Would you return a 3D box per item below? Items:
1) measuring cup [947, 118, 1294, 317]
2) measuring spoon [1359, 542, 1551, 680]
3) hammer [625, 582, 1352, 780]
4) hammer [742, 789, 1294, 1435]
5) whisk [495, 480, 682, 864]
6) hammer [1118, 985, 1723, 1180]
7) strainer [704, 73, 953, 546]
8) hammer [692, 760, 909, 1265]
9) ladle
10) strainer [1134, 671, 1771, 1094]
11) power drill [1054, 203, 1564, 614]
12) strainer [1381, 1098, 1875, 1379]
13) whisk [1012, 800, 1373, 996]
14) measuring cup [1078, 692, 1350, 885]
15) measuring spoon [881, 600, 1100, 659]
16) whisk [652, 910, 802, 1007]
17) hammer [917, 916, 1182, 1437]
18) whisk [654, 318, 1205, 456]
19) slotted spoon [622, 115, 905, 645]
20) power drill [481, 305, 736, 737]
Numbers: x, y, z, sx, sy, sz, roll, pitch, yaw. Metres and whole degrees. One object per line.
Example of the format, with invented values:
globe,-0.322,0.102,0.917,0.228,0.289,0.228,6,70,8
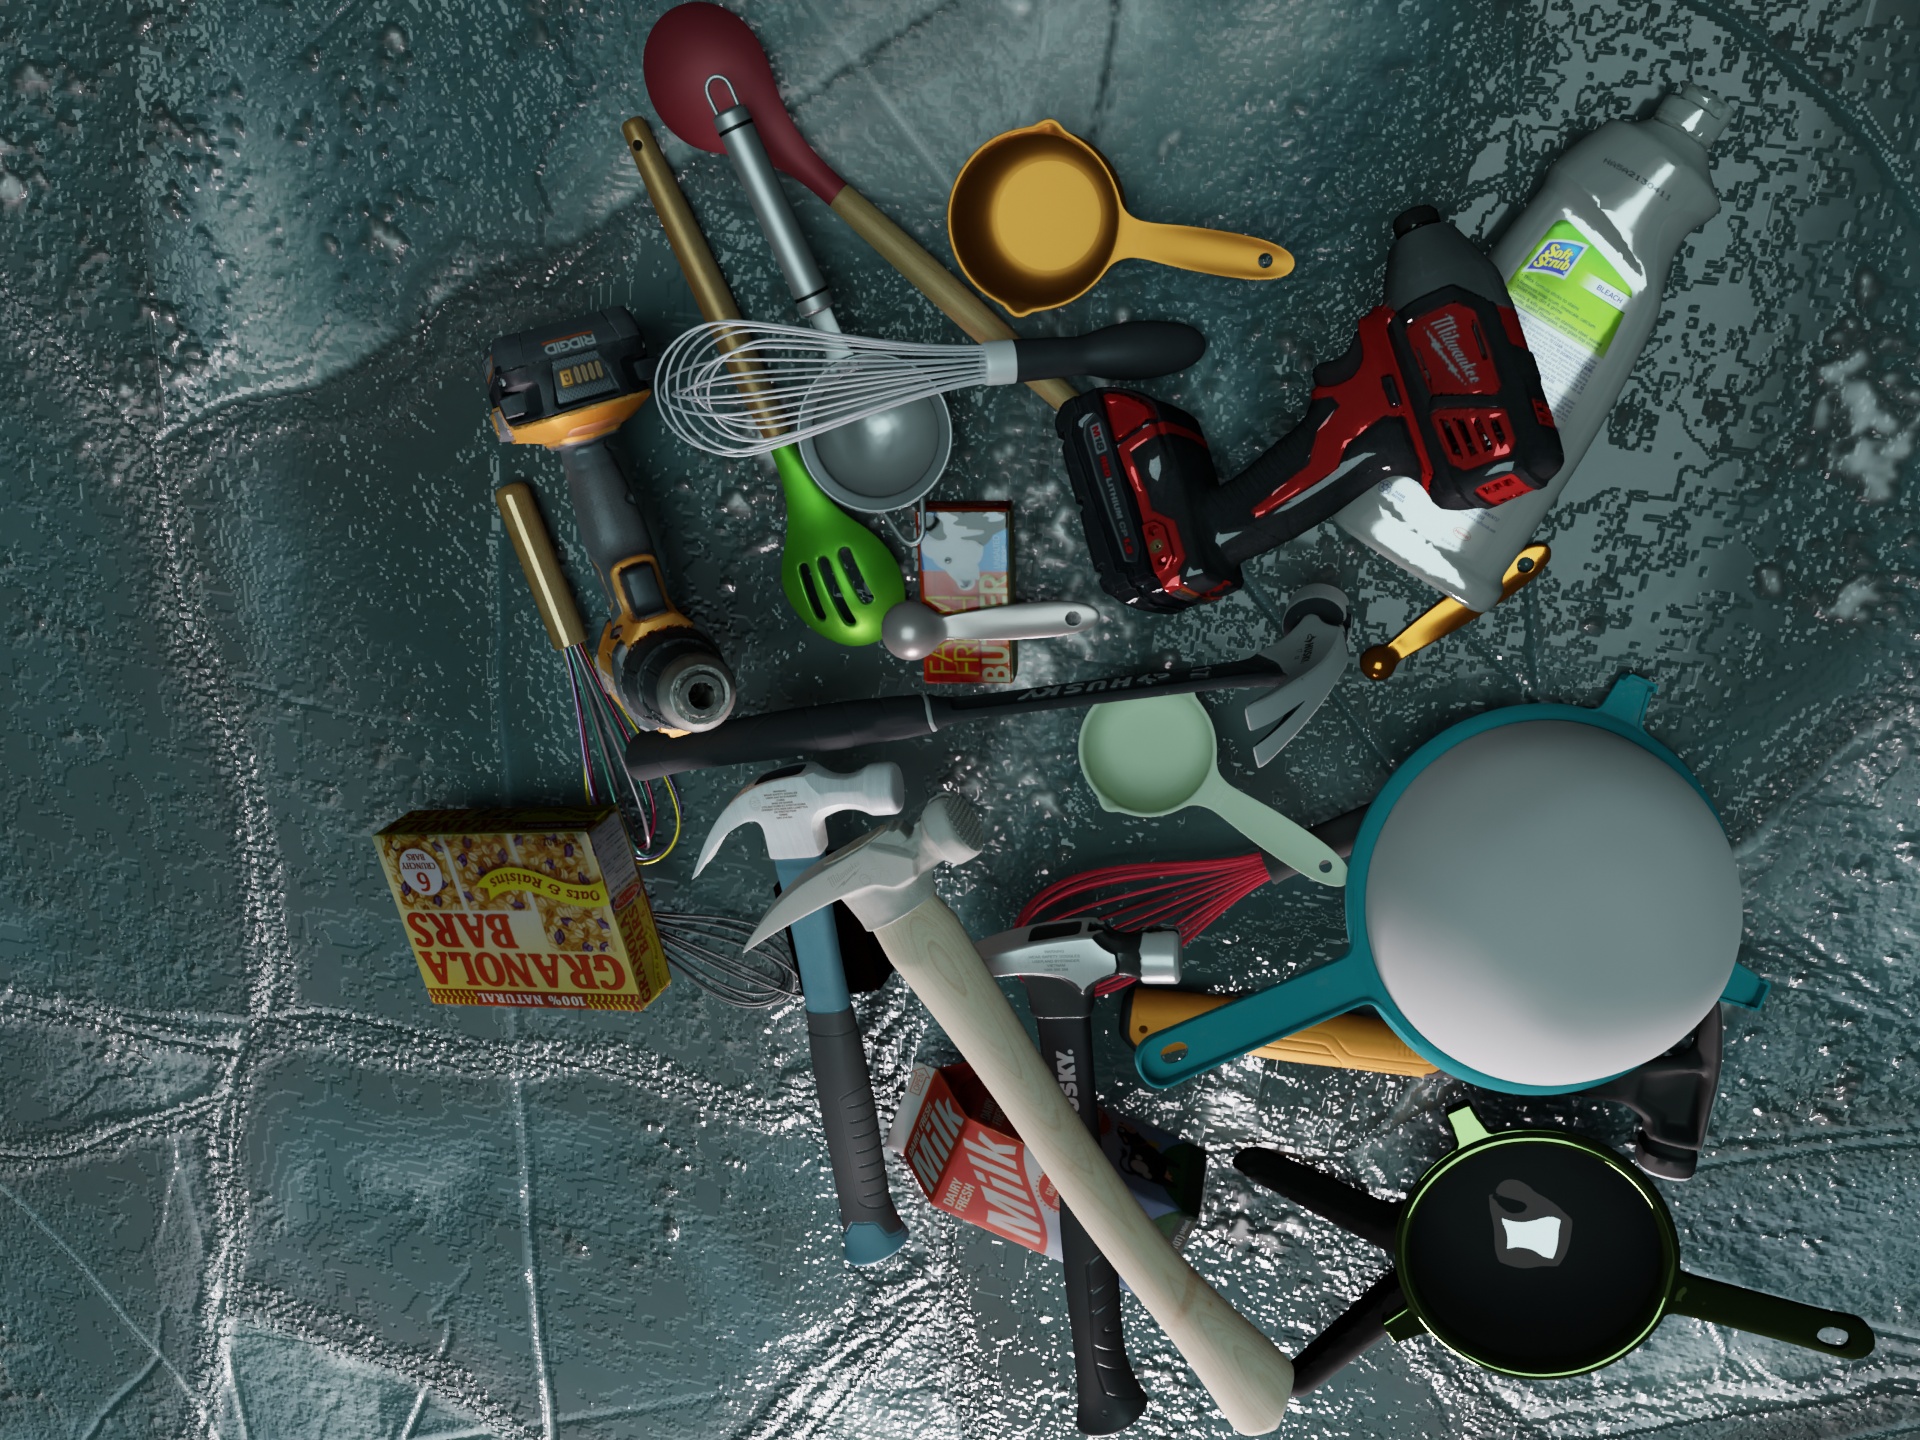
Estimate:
measuring cup,0.082,-0.247,0.804,0.173,0.052,0.095,12,112,6
measuring spoon,0.265,-0.057,0.852,0.117,0.011,0.021,-37,98,22
hammer,-0.001,-0.003,0.852,0.409,0.149,0.036,-8,113,22
hammer,0.049,0.237,0.877,0.146,0.038,0.410,-31,100,20
whisk,-0.230,-0.024,0.959,0.047,0.051,0.245,-14,103,23
hammer,0.262,0.186,0.929,0.337,0.034,0.127,5,111,11
strainer,-0.072,-0.215,0.842,0.087,0.050,0.258,-20,109,16
hammer,-0.075,0.182,0.946,0.128,0.033,0.330,-4,109,14
ladle,-0.045,-0.259,0.842,0.315,0.031,0.069,41,116,-6
strainer,0.253,0.122,0.810,0.340,0.095,0.211,-22,93,-2
power drill,0.164,-0.145,0.769,0.219,0.078,0.143,-20,78,30
strainer,0.373,0.302,0.899,0.256,0.069,0.151,13,103,7
whisk,0.157,0.090,0.906,0.296,0.073,0.073,-23,103,14
measuring cup,0.143,0.041,0.884,0.167,0.038,0.083,34,93,9
measuring spoon,0.015,-0.052,0.879,0.124,0.018,0.034,-4,108,12
whisk,-0.209,0.127,1.008,0.239,0.055,0.055,20,113,9
hammer,0.065,0.273,0.924,0.146,0.035,0.334,-3,108,13
whisk,-0.012,-0.181,0.810,0.284,0.070,0.070,-7,109,-8
slotted spoon,-0.115,-0.182,0.885,0.070,0.031,0.313,-20,103,19
power drill,-0.180,-0.099,0.848,0.084,0.185,0.226,-20,105,-16
